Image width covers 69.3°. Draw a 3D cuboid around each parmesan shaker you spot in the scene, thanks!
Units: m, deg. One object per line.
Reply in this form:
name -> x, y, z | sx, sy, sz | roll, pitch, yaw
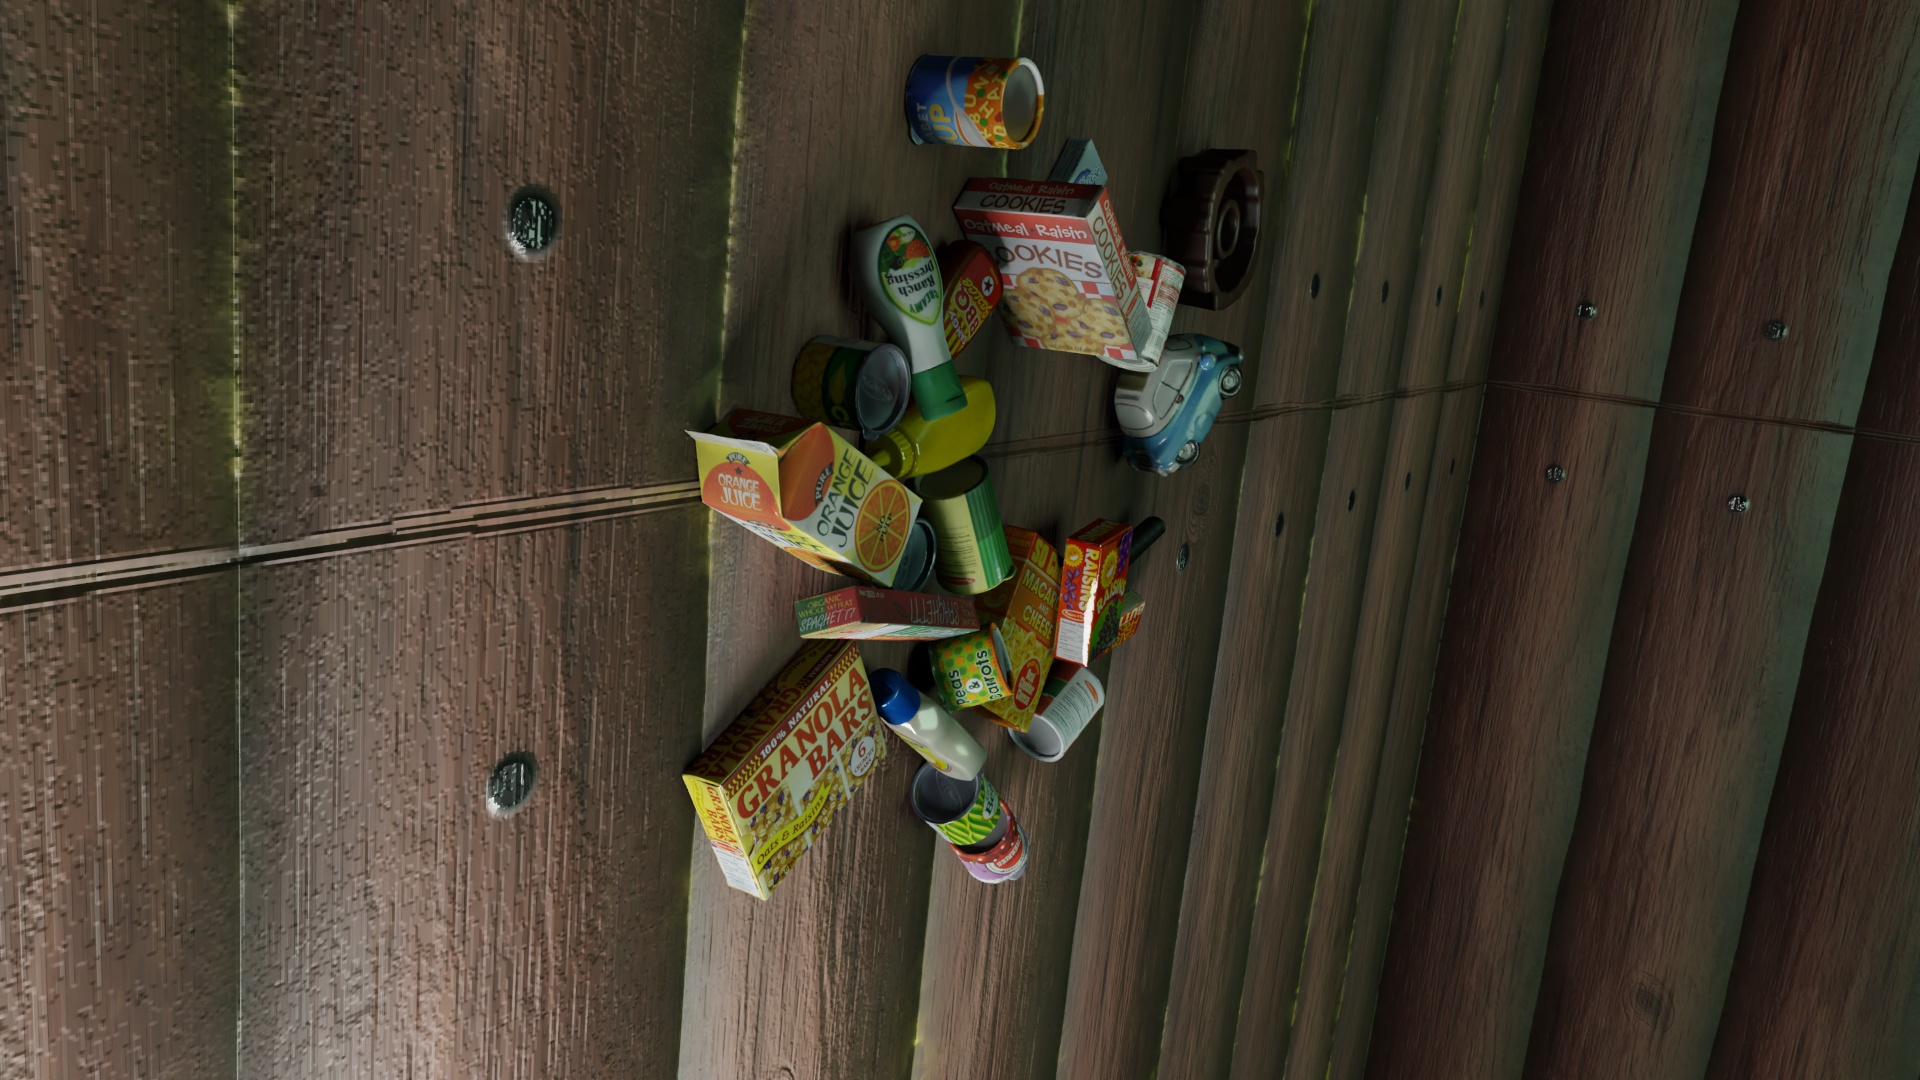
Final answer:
parmesan shaker -> 0.004, -0.015, 1.158 | 0.072, 0.071, 0.102 | -50, 140, -38

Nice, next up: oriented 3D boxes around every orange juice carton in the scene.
orange juice carton -> -0.109, -0.035, 0.965 | 0.192, 0.072, 0.073 | 37, 69, -57

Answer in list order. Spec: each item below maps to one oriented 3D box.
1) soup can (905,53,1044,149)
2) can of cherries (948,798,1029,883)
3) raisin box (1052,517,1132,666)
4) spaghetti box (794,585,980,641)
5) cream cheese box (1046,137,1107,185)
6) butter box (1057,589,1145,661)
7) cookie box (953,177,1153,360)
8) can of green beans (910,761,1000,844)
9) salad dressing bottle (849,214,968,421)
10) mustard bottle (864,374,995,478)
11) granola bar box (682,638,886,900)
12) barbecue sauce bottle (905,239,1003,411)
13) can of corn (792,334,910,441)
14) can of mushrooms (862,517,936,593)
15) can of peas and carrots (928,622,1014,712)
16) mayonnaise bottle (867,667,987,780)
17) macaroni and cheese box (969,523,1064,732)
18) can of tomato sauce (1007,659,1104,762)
soup can -> 0.010, -0.326, 1.040 | 0.071, 0.084, 0.071 | -30, 126, -51
can of cherries -> 0.028, 0.281, 1.308 | 0.072, 0.071, 0.058 | -60, 145, -27
raisin box -> 0.128, 0.049, 1.339 | 0.086, 0.040, 0.123 | -26, 126, -59
spaghetti box -> -0.050, 0.059, 1.075 | 0.250, 0.050, 0.029 | 13, 65, -69
cream cheese box -> 0.096, -0.305, 1.246 | 0.104, 0.024, 0.053 | -64, 146, -21
butter box -> 0.147, 0.095, 1.444 | 0.104, 0.024, 0.052 | -28, 145, -35
cookie box -> 0.080, -0.225, 1.152 | 0.040, 0.123, 0.166 | -62, 146, -24
can of green beans -> -0.003, 0.232, 1.243 | 0.071, 0.071, 0.057 | -64, 147, -21
salad dressing bottle -> -0.035, -0.162, 1.021 | 0.064, 0.044, 0.147 | -29, 106, -35
mustard bottle -> -0.032, -0.084, 1.096 | 0.161, 0.049, 0.065 | -33, 128, -48
granola bar box -> -0.126, 0.167, 1.045 | 0.166, 0.039, 0.123 | -48, 139, -39
barbecue sauce bottle -> -0.019, -0.166, 1.090 | 0.149, 0.043, 0.064 | -59, 142, -27
can of corn -> -0.079, -0.110, 0.999 | 0.071, 0.058, 0.071 | -29, 125, -52
can of mushrooms -> -0.052, 0.011, 1.114 | 0.071, 0.033, 0.070 | -30, 127, -51
can of peas and carrots -> 0.010, 0.110, 1.199 | 0.071, 0.059, 0.071 | -19, 92, -81
mayonnaise bottle -> -0.034, 0.154, 1.173 | 0.041, 0.065, 0.147 | -58, 141, -14
macaroni and cheese box -> 0.052, 0.085, 1.305 | 0.123, 0.040, 0.167 | 40, 67, -57
can of tomato sauce -> 0.094, 0.170, 1.383 | 0.083, 0.071, 0.070 | -45, 137, -41
